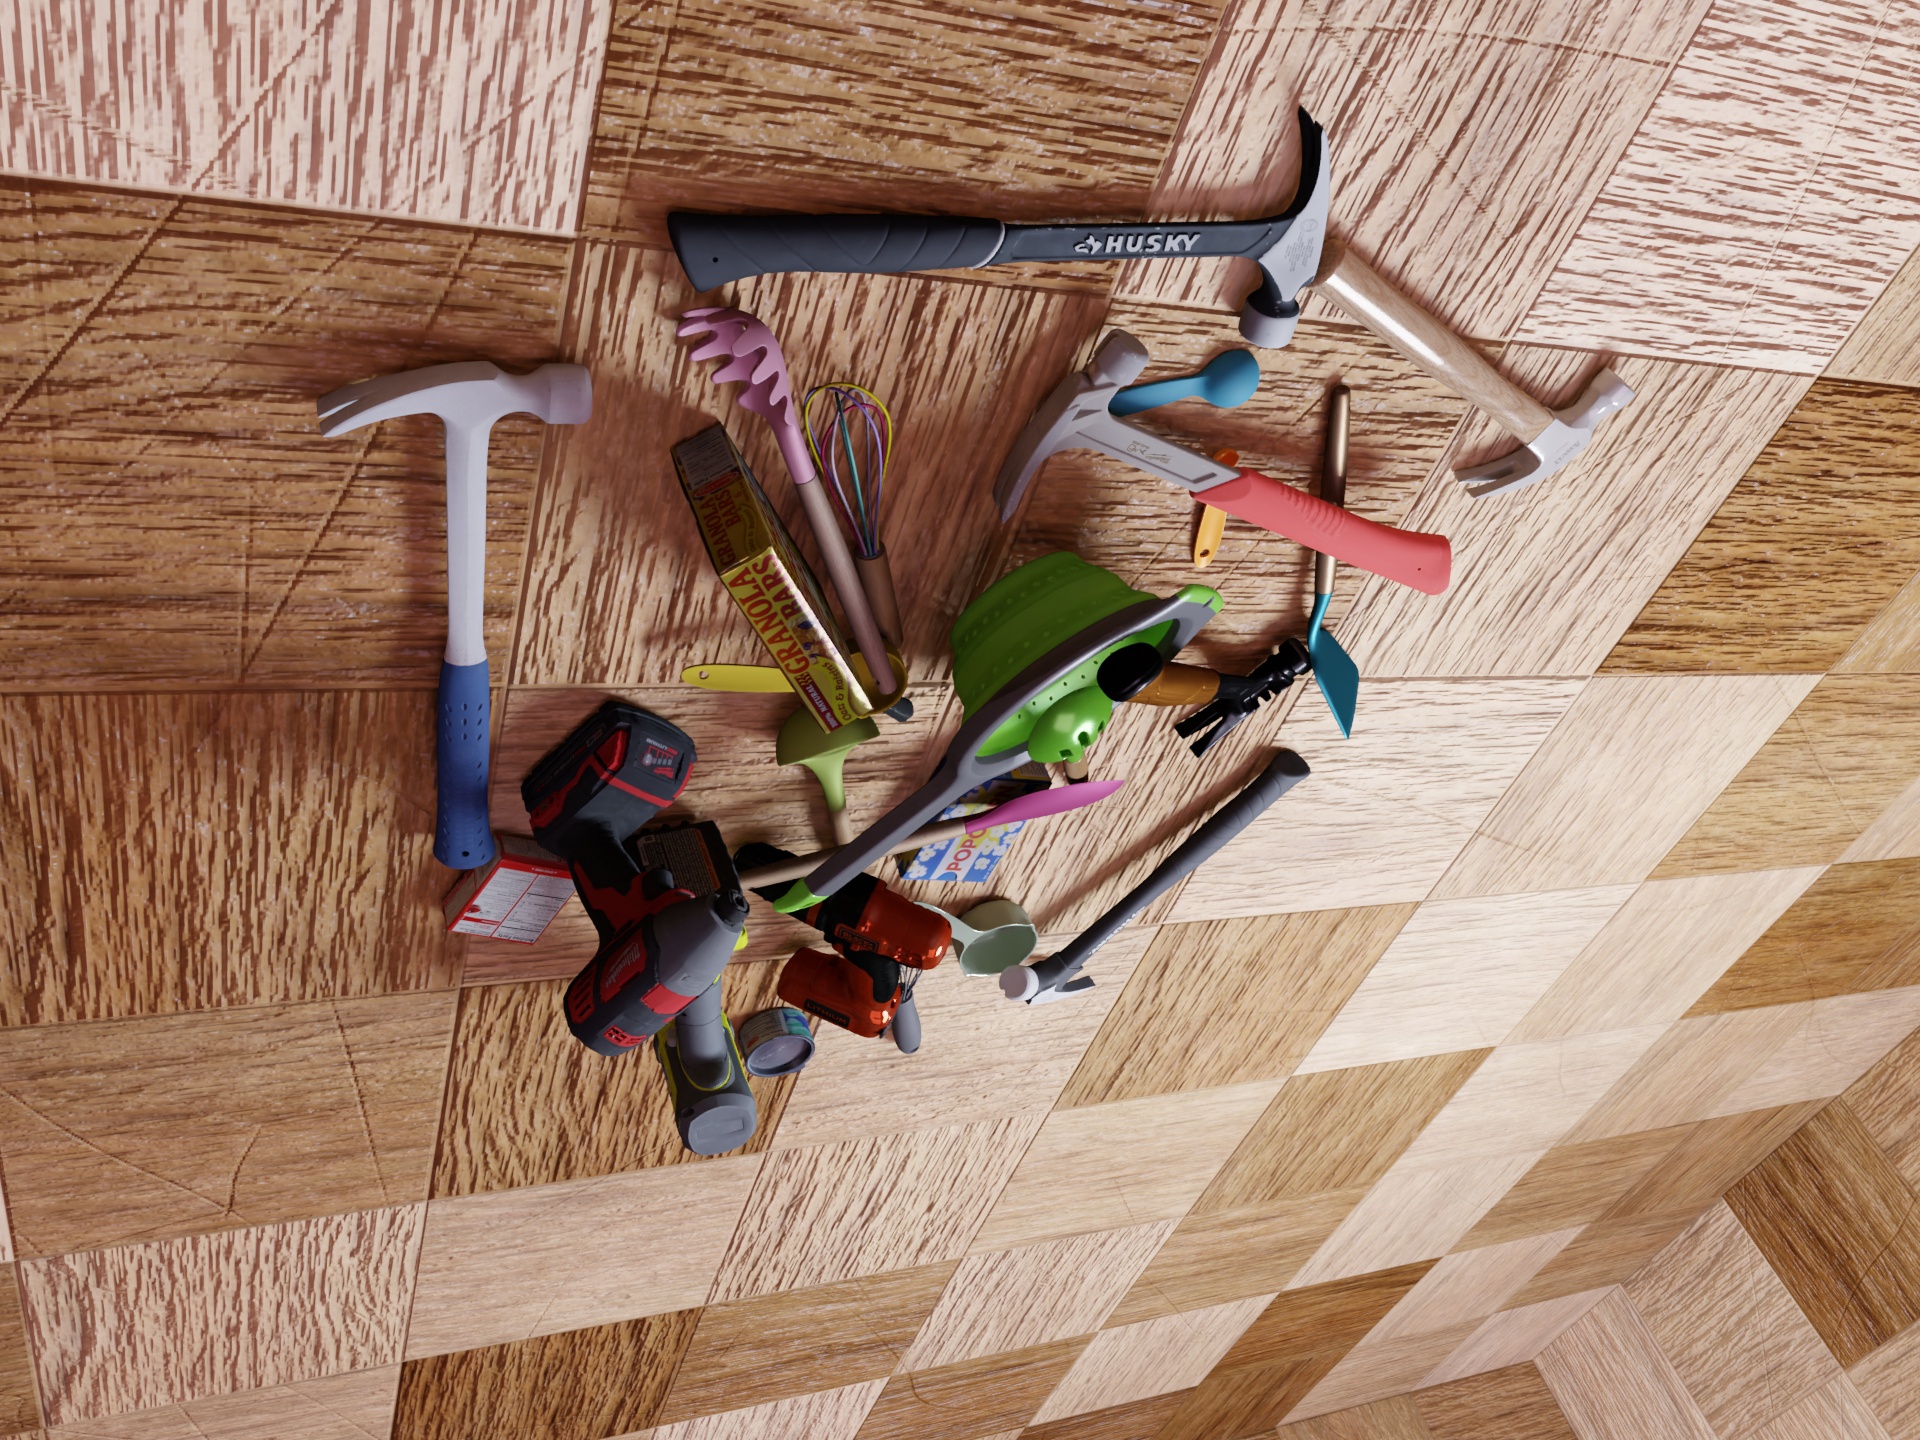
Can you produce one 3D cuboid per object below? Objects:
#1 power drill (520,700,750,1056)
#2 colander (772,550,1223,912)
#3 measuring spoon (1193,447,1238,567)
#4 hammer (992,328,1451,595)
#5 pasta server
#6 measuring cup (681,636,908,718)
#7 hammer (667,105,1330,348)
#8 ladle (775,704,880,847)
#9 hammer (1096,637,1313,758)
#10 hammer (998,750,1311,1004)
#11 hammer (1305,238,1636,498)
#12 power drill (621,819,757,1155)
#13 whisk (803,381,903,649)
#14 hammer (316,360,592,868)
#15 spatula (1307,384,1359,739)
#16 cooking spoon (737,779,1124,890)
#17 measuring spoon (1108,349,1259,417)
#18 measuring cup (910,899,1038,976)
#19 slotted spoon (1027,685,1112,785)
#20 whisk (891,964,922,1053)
[{"bbox_3d":[-0.216,0.100,1.069,0.143,0.220,0.078,-40,138,18],"label":"power drill"},{"bbox_3d":[-0.002,-0.004,1.138,0.397,0.094,0.204,-38,166,16],"label":"colander"},{"bbox_3d":[0.184,-0.155,1.159,0.021,0.011,0.116,-14,143,-14],"label":"measuring spoon"},{"bbox_3d":[0.203,-0.148,1.112,0.358,0.037,0.149,17,129,-29],"label":"hammer"},{"bbox_3d":[-0.094,-0.126,0.989,0.040,0.060,0.315,-43,138,-23],"label":"pasta server"},{"bbox_3d":[-0.115,-0.035,1.102,0.156,0.029,0.062,2,127,-14],"label":"measuring cup"},{"bbox_3d":[0.035,-0.281,0.922,0.409,0.036,0.149,-7,136,-20],"label":"hammer"},{"bbox_3d":[-0.091,0.091,1.256,0.078,0.062,0.319,-17,143,-9],"label":"ladle"},{"bbox_3d":[0.168,-0.022,1.173,0.127,0.034,0.336,-40,163,19],"label":"hammer"},{"bbox_3d":[0.186,0.146,1.454,0.334,0.035,0.146,-43,156,14],"label":"hammer"},{"bbox_3d":[0.346,-0.248,1.118,0.331,0.031,0.130,19,124,-40],"label":"hammer"},{"bbox_3d":[-0.211,0.194,1.231,0.080,0.191,0.228,-10,124,-17],"label":"power drill"},{"bbox_3d":[-0.059,-0.126,1.041,0.047,0.051,0.244,-23,144,-10],"label":"whisk"},{"bbox_3d":[-0.318,-0.048,1.000,0.144,0.035,0.405,-5,137,-23],"label":"hammer"},{"bbox_3d":[0.292,-0.121,1.220,0.044,0.082,0.317,8,138,16],"label":"spatula"},{"bbox_3d":[-0.023,0.089,1.241,0.319,0.017,0.068,-13,166,-11],"label":"cooking spoon"},{"bbox_3d":[0.143,-0.214,1.059,0.128,0.021,0.042,-16,140,-12],"label":"measuring spoon"},{"bbox_3d":[0.002,0.178,1.414,0.083,0.038,0.167,-39,136,17],"label":"measuring cup"},{"bbox_3d":[0.087,0.028,1.196,0.070,0.031,0.313,-36,168,-2],"label":"slotted spoon"},{"bbox_3d":[-0.053,0.249,1.462,0.055,0.055,0.238,-17,145,-10],"label":"whisk"}]
